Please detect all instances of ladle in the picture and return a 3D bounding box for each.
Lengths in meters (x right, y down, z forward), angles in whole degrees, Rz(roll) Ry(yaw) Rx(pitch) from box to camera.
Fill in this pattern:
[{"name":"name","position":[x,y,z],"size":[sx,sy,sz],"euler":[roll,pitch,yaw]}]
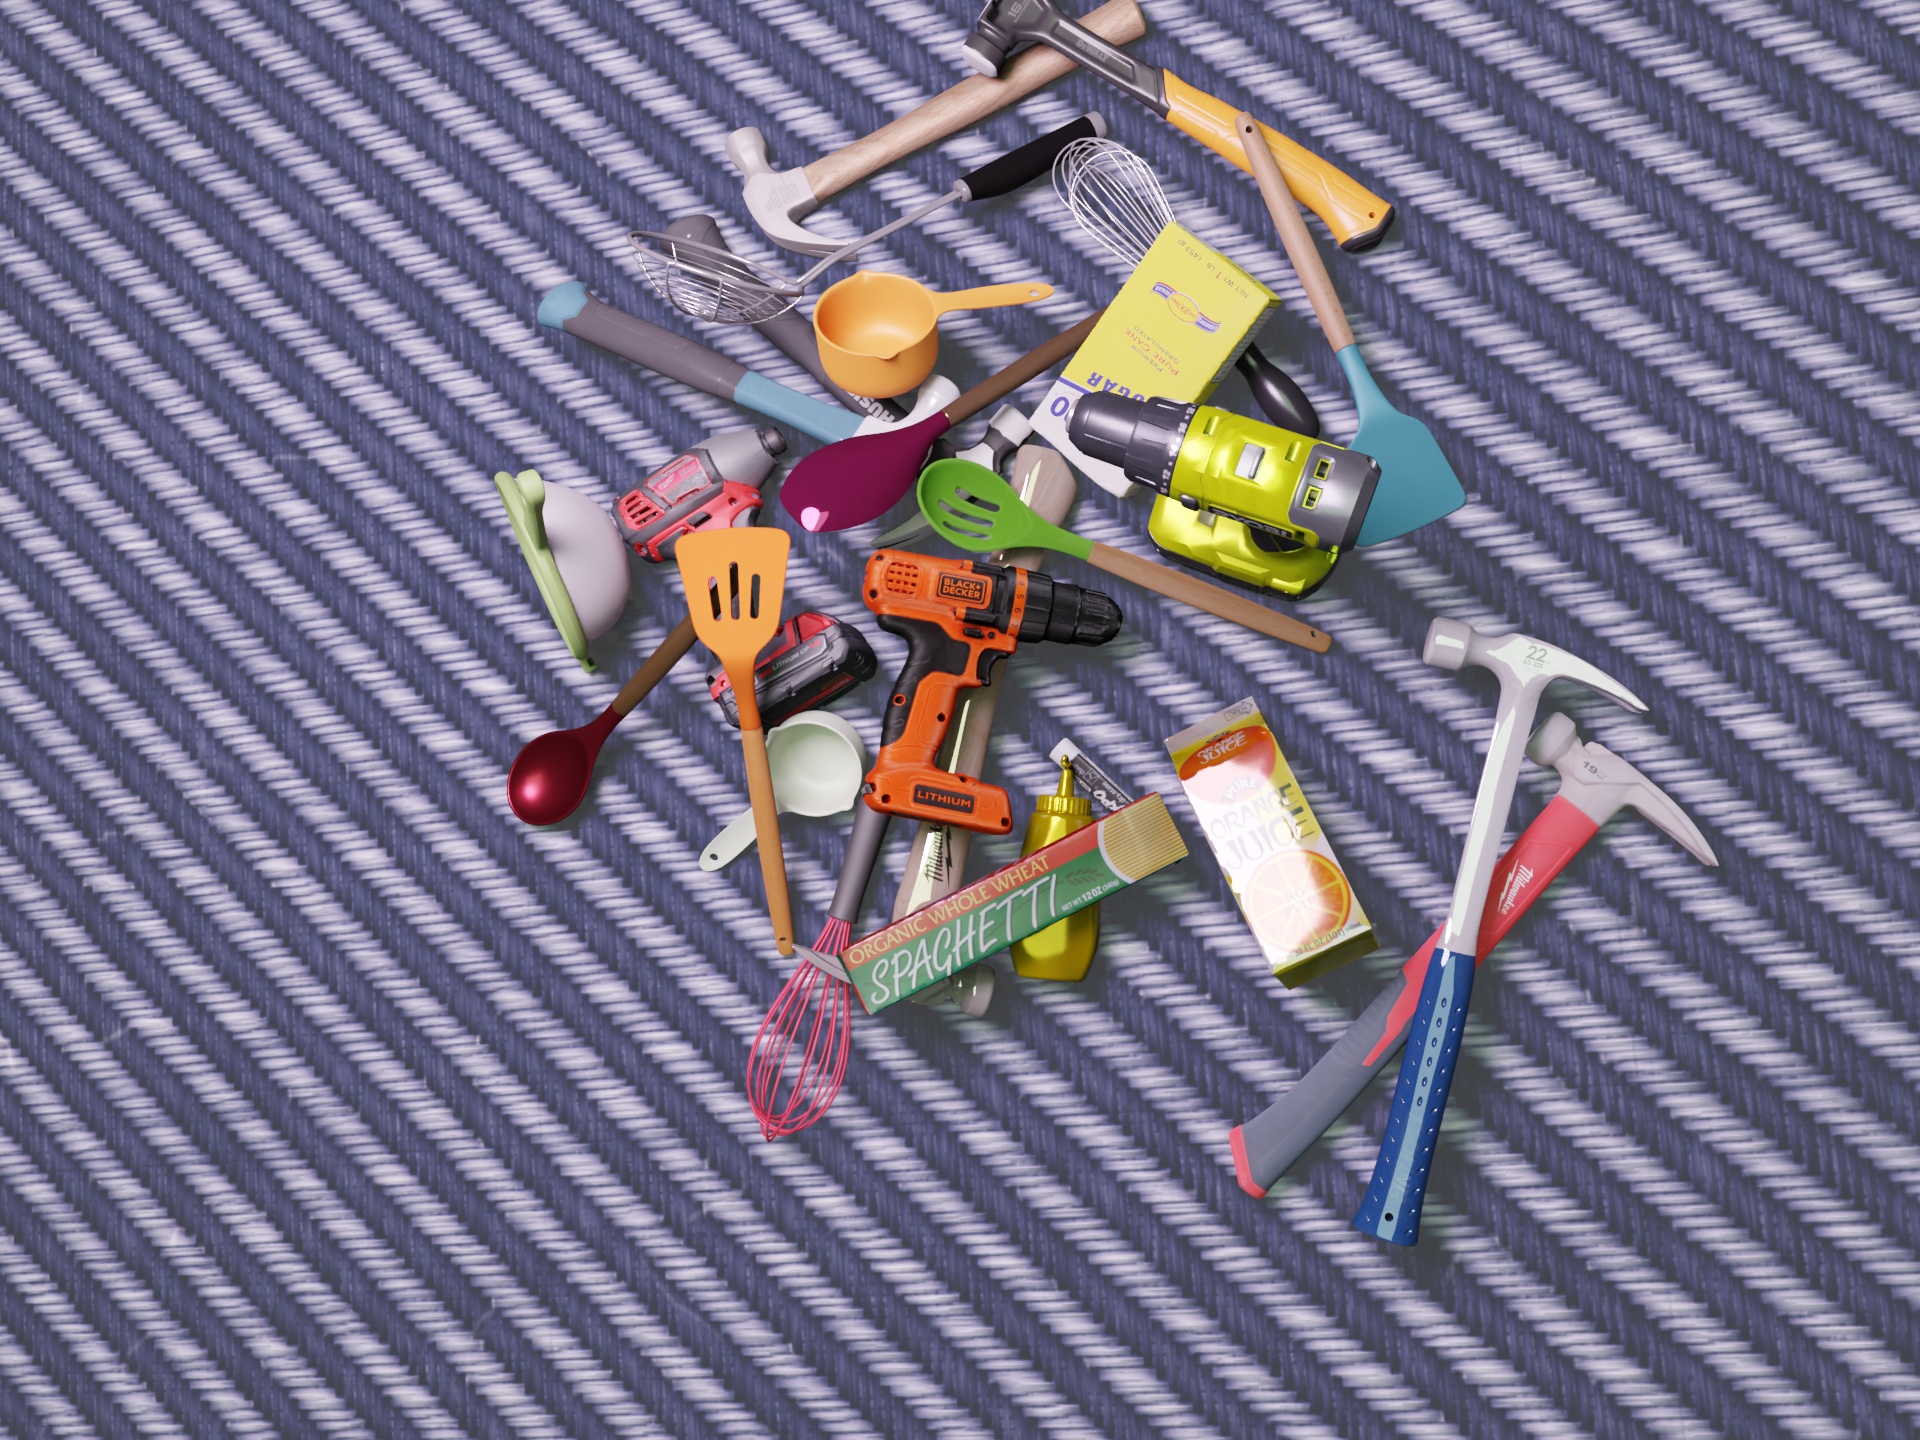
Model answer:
[{"name":"ladle","position":[-0.239,-0.026,1.176],"size":[0.315,0.031,0.069],"euler":[-43,71,28]}]

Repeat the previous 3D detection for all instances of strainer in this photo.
[{"name":"strainer","position":[-0.280,-0.137,1.148],"size":[0.069,0.256,0.151],"euler":[-24,84,-15]}]

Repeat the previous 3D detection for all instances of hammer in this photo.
[{"name":"hammer","position":[0.172,-0.451,1.157],"size":[0.337,0.034,0.127],"euler":[34,93,6]},{"name":"hammer","position":[0.332,0.185,1.082],"size":[0.143,0.038,0.386],"euler":[41,94,11]},{"name":"hammer","position":[0.335,0.143,1.047],"size":[0.144,0.035,0.405],"euler":[14,89,10]},{"name":"hammer","position":[-0.172,-0.255,1.187],"size":[0.331,0.033,0.128],"euler":[26,73,16]},{"name":"hammer","position":[-0.002,-0.004,1.146],"size":[0.146,0.038,0.411],"euler":[15,83,-6]},{"name":"hammer","position":[-0.013,-0.461,1.218],"size":[0.331,0.031,0.130],"euler":[-25,80,8]},{"name":"hammer","position":[-0.110,-0.272,1.219],"size":[0.335,0.035,0.146],"euler":[43,93,12]}]

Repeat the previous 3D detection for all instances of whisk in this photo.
[{"name":"whisk","position":[0.168,-0.314,1.156],"size":[0.070,0.070,0.284],"euler":[-39,84,6]},{"name":"whisk","position":[-0.093,0.164,1.163],"size":[0.073,0.073,0.296],"euler":[16,83,13]}]

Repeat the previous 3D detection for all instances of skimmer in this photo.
[{"name":"skimmer","position":[-0.060,-0.384,1.151],"size":[0.363,0.090,0.127],"euler":[-29,36,-9]}]

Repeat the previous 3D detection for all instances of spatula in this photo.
[{"name":"spatula","position":[0.260,-0.282,1.124],"size":[0.082,0.044,0.317],"euler":[-23,85,9]},{"name":"spatula","position":[-0.144,0.023,1.137],"size":[0.081,0.041,0.322],"euler":[-4,113,4]}]

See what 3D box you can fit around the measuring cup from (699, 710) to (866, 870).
[{"name":"measuring cup","position":[-0.137,0.057,1.196],"size":[0.083,0.038,0.167],"euler":[45,114,-9]}]

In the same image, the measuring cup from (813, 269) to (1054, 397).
[{"name":"measuring cup","position":[-0.018,-0.279,1.140],"size":[0.173,0.052,0.095],"euler":[-10,55,-8]}]

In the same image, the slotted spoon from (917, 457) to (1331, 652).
[{"name":"slotted spoon","position":[0.116,-0.109,1.131],"size":[0.314,0.031,0.070],"euler":[21,64,0]}]

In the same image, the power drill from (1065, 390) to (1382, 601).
[{"name":"power drill","position":[0.172,-0.151,1.048],"size":[0.190,0.228,0.080],"euler":[20,89,13]}]

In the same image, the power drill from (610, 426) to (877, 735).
[{"name":"power drill","position":[-0.158,-0.111,1.195],"size":[0.143,0.078,0.220],"euler":[-31,76,8]}]

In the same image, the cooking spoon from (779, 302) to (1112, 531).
[{"name":"cooking spoon","position":[0.009,-0.228,1.135],"size":[0.319,0.017,0.069],"euler":[-35,72,-18]}]
